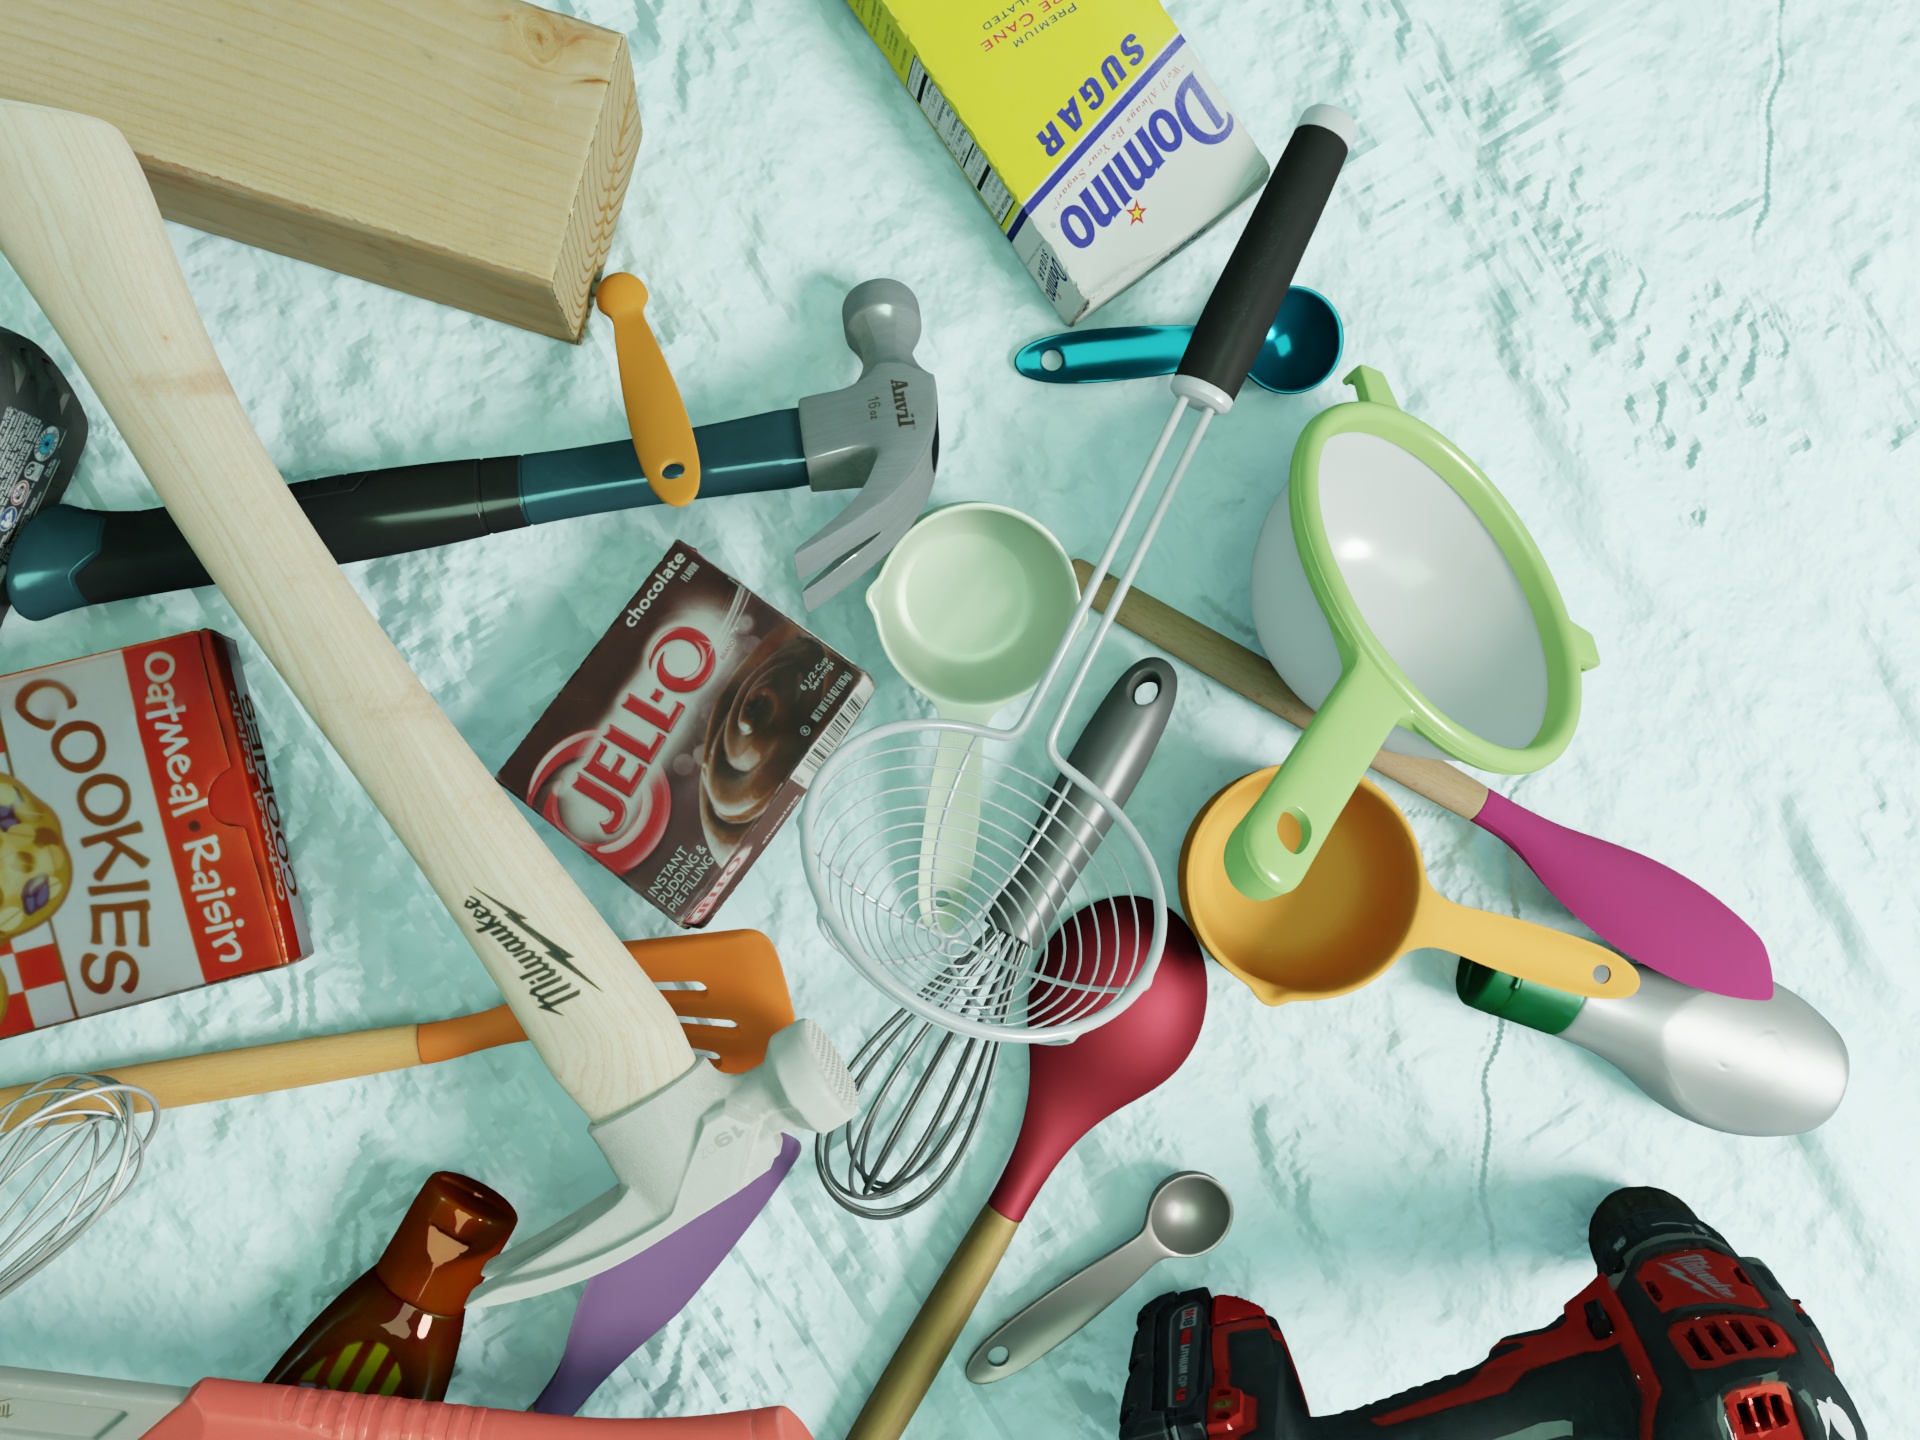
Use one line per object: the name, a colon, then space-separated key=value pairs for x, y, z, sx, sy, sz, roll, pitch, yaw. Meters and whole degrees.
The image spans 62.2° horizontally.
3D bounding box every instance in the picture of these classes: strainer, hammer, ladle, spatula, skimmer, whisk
strainer: x=0.132 y=-0.011 z=0.557 sx=0.151 sy=0.069 sz=0.256 roll=49 pitch=46 yaw=-6
hammer: x=-0.170 y=-0.081 z=0.571 sx=0.331 sy=0.033 sz=0.128 roll=-9 pitch=59 yaw=-2
ladle: x=0.002 y=0.209 z=0.605 sx=0.069 sy=0.031 sz=0.315 roll=30 pitch=87 yaw=1
spatula: x=-0.220 y=0.125 z=0.572 sx=0.322 sy=0.041 sz=0.081 roll=-8 pitch=114 yaw=-5
spatula: x=-0.168 y=0.274 z=0.580 sx=0.316 sy=0.018 sz=0.059 roll=-53 pitch=137 yaw=-2
hammer: x=-0.225 y=0.242 z=0.519 sx=0.359 sy=0.037 sz=0.149 roll=9 pitch=103 yaw=-5
hammer: x=-0.201 y=-0.004 z=0.514 sx=0.146 sy=0.038 sz=0.410 roll=-31 pitch=98 yaw=2
skimmer: x=0.064 y=-0.067 z=0.540 sx=0.127 sy=0.090 sz=0.363 roll=26 pitch=81 yaw=-2
whisk: x=-0.363 y=0.216 z=0.545 sx=0.246 sy=0.059 sz=0.058 roll=-48 pitch=64 yaw=4
whisk: x=0.017 y=0.078 z=0.599 sx=0.055 sy=0.055 sz=0.239 roll=31 pitch=82 yaw=-5

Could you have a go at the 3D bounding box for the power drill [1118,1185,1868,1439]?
power drill: x=0.181 y=0.232 z=0.570 sx=0.226 sy=0.188 sz=0.080 roll=-17 pitch=91 yaw=12

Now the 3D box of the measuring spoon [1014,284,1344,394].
measuring spoon: x=0.085 y=-0.146 z=0.629 sx=0.128 sy=0.021 sz=0.042 roll=-4 pitch=94 yaw=2

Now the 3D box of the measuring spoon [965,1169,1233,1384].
measuring spoon: x=0.052 y=0.216 z=0.618 sx=0.124 sy=0.018 sz=0.034 roll=-37 pitch=103 yaw=1

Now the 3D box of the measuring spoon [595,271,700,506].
measuring spoon: x=-0.111 y=-0.121 z=0.564 sx=0.021 sy=0.011 sz=0.117 roll=-17 pitch=58 yaw=-6

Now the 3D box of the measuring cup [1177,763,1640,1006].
measuring cup: x=0.166 y=0.073 z=0.606 sx=0.173 sy=0.052 sz=0.095 roll=18 pitch=86 yaw=-1

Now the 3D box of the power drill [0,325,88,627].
power drill: x=-0.443 y=-0.094 z=0.534 sx=0.228 sy=0.080 sz=0.190 roll=23 pitch=86 yaw=-3

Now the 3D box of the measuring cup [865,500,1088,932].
measuring cup: x=-0.001 y=-0.002 z=0.609 sx=0.083 sy=0.038 sz=0.167 roll=5 pitch=104 yaw=-8

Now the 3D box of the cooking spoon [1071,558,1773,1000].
cooking spoon: x=0.180 y=0.020 z=0.621 sx=0.319 sy=0.069 sz=0.017 roll=29 pitch=128 yaw=0
